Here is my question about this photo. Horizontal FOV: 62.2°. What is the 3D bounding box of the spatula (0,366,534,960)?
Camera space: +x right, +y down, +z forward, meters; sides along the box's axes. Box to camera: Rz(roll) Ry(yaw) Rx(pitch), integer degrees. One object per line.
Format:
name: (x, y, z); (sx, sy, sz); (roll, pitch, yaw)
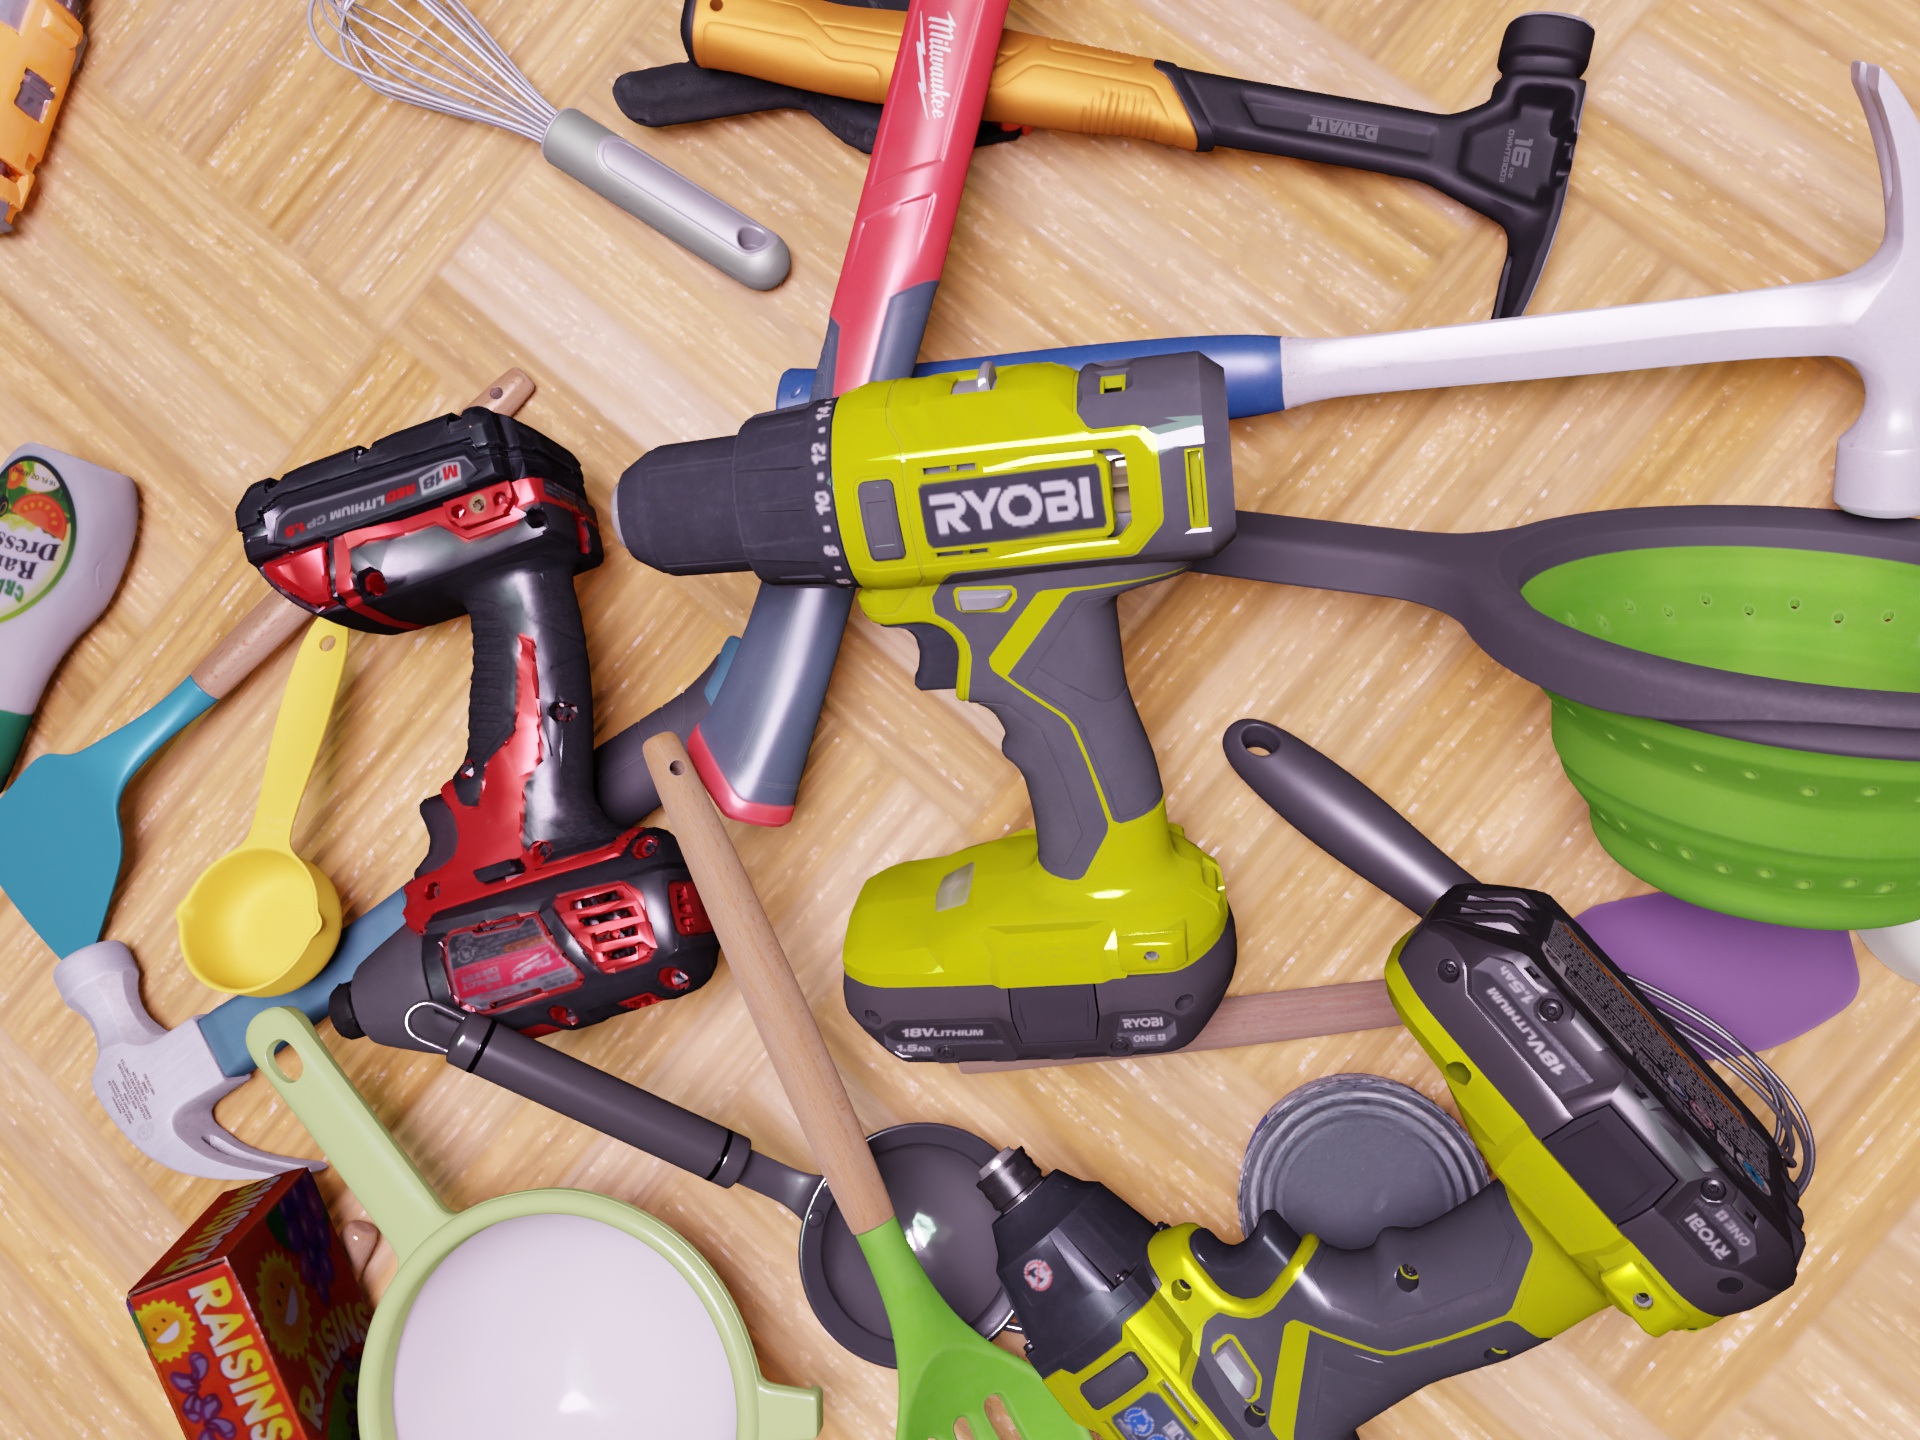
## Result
spatula: (-0.293, -0.032, 0.669); (0.317, 0.044, 0.082); (-45, 77, -2)

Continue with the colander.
colander: (0.189, -0.012, 0.535); (0.397, 0.204, 0.094); (11, 115, 28)

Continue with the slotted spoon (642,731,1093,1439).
slotted spoon: (-0.038, 0.146, 0.540); (0.070, 0.031, 0.314); (-22, 83, -29)

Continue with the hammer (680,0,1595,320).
hammer: (0.058, -0.227, 0.598); (0.337, 0.034, 0.127); (12, 88, 4)

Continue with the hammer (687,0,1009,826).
hammer: (-0.013, -0.146, 0.565); (0.143, 0.038, 0.386); (16, 96, 12)

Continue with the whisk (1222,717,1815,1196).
whisk: (0.181, 0.076, 0.544); (0.239, 0.055, 0.055); (41, 92, 25)

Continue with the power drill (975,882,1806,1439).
power drill: (0.119, 0.159, 0.494); (0.223, 0.080, 0.171); (-45, 78, 23)

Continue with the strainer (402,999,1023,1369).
strainer: (-0.074, 0.156, 0.561); (0.258, 0.050, 0.087); (29, 81, -13)

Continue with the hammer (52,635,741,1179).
hammer: (-0.203, 0.068, 0.633); (0.331, 0.033, 0.128); (-33, 78, 5)

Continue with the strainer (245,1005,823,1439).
strainer: (-0.171, 0.204, 0.592); (0.151, 0.069, 0.256); (-44, 78, 6)

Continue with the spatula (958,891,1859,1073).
spatula: (0.154, 0.103, 0.571); (0.316, 0.018, 0.060); (-8, 77, 8)

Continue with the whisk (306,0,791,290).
whisk: (-0.172, -0.249, 0.662); (0.246, 0.059, 0.058); (34, 62, 8)

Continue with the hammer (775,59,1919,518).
hammer: (0.126, -0.131, 0.567); (0.405, 0.035, 0.144); (-2, 113, 17)

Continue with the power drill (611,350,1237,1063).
power drill: (-0.001, -0.002, 0.523); (0.190, 0.080, 0.228); (-5, 117, 10)

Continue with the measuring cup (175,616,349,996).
measuring cup: (-0.259, 0.032, 0.626); (0.062, 0.029, 0.157); (4, 70, 12)

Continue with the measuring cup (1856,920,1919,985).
measuring cup: (0.386, 0.049, 0.524); (0.167, 0.038, 0.083); (-7, 82, 12)

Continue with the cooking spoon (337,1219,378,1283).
cooking spoon: (-0.308, 0.342, 0.626); (0.069, 0.017, 0.319); (26, 88, 10)

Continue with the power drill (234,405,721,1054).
power drill: (-0.182, 0.011, 0.585); (0.143, 0.078, 0.220); (-18, 81, 8)

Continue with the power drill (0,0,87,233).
power drill: (-0.502, -0.333, 0.716); (0.226, 0.084, 0.185); (17, 86, 8)
